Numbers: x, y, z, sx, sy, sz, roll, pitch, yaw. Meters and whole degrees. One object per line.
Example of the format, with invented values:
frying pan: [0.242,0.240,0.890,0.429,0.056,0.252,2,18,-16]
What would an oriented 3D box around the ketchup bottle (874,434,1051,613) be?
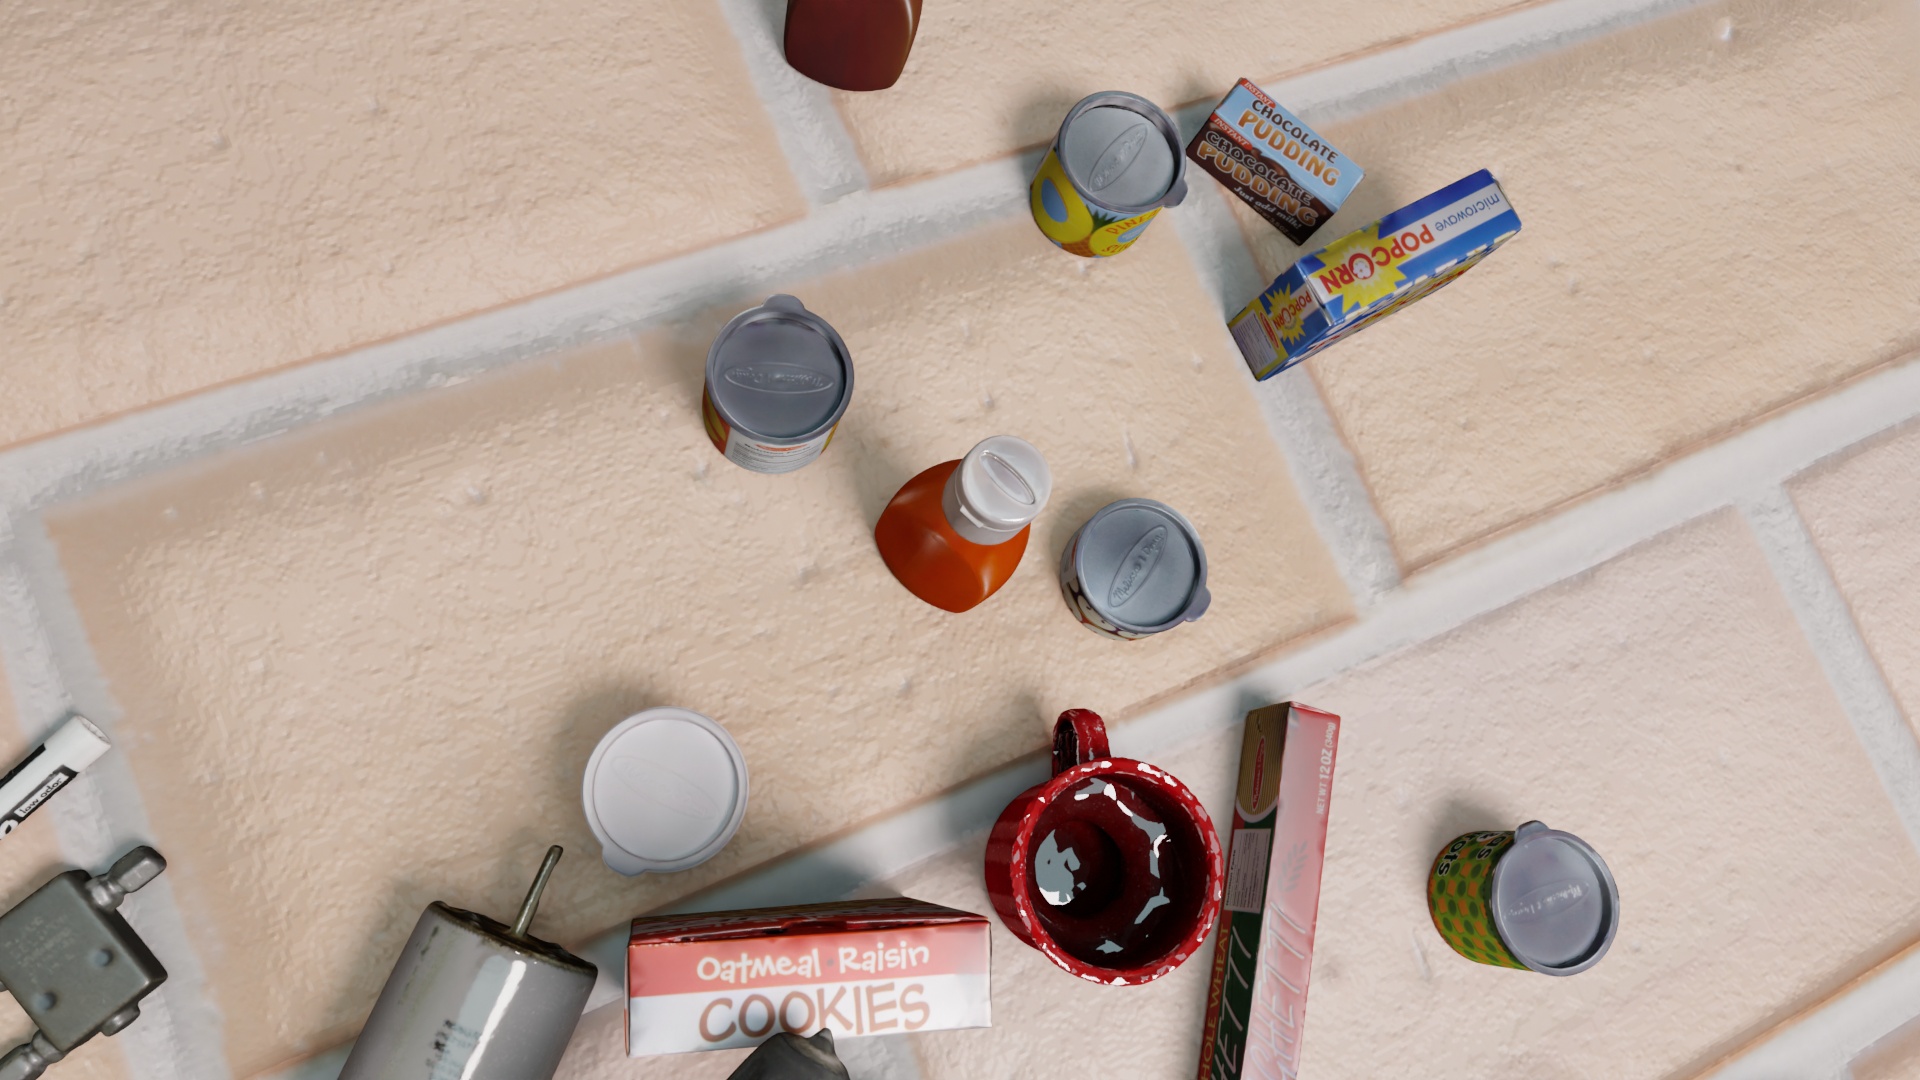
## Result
ketchup bottle: [0.002,-0.008,0.602,0.065,0.148,0.044,43,73,-1]

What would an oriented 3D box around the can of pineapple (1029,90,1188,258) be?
can of pineapple: [0.074,-0.183,0.706,0.071,0.057,0.071,3,77,-12]

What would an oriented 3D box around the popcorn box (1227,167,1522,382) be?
popcorn box: [0.210,-0.135,0.711,0.127,0.085,0.038,-27,85,-17]

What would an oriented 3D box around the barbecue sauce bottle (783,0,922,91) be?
barbecue sauce bottle: [-0.045,-0.267,0.651,0.065,0.148,0.044,10,76,-10]

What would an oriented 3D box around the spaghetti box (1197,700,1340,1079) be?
spaghetti box: [0.136,0.200,0.636,0.029,0.050,0.250,14,75,-9]

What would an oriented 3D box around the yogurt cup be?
yogurt cup: [-0.127,0.107,0.597,0.072,0.054,0.072,3,77,-12]

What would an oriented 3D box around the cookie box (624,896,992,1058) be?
cookie box: [-0.066,0.163,0.538,0.123,0.167,0.040,-1,78,-13]

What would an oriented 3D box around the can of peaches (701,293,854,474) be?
can of peaches: [-0.086,-0.071,0.644,0.071,0.058,0.071,3,77,-12]

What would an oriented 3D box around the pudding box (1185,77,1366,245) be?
pudding box: [0.166,-0.200,0.734,0.084,0.049,0.030,38,73,-2]

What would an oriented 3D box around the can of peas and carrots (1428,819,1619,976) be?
can of peas and carrots: [0.268,0.170,0.668,0.071,0.058,0.071,3,77,-12]

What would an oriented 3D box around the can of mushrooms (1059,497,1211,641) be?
can of mushrooms: [0.085,0.016,0.675,0.071,0.033,0.071,3,77,-12]
